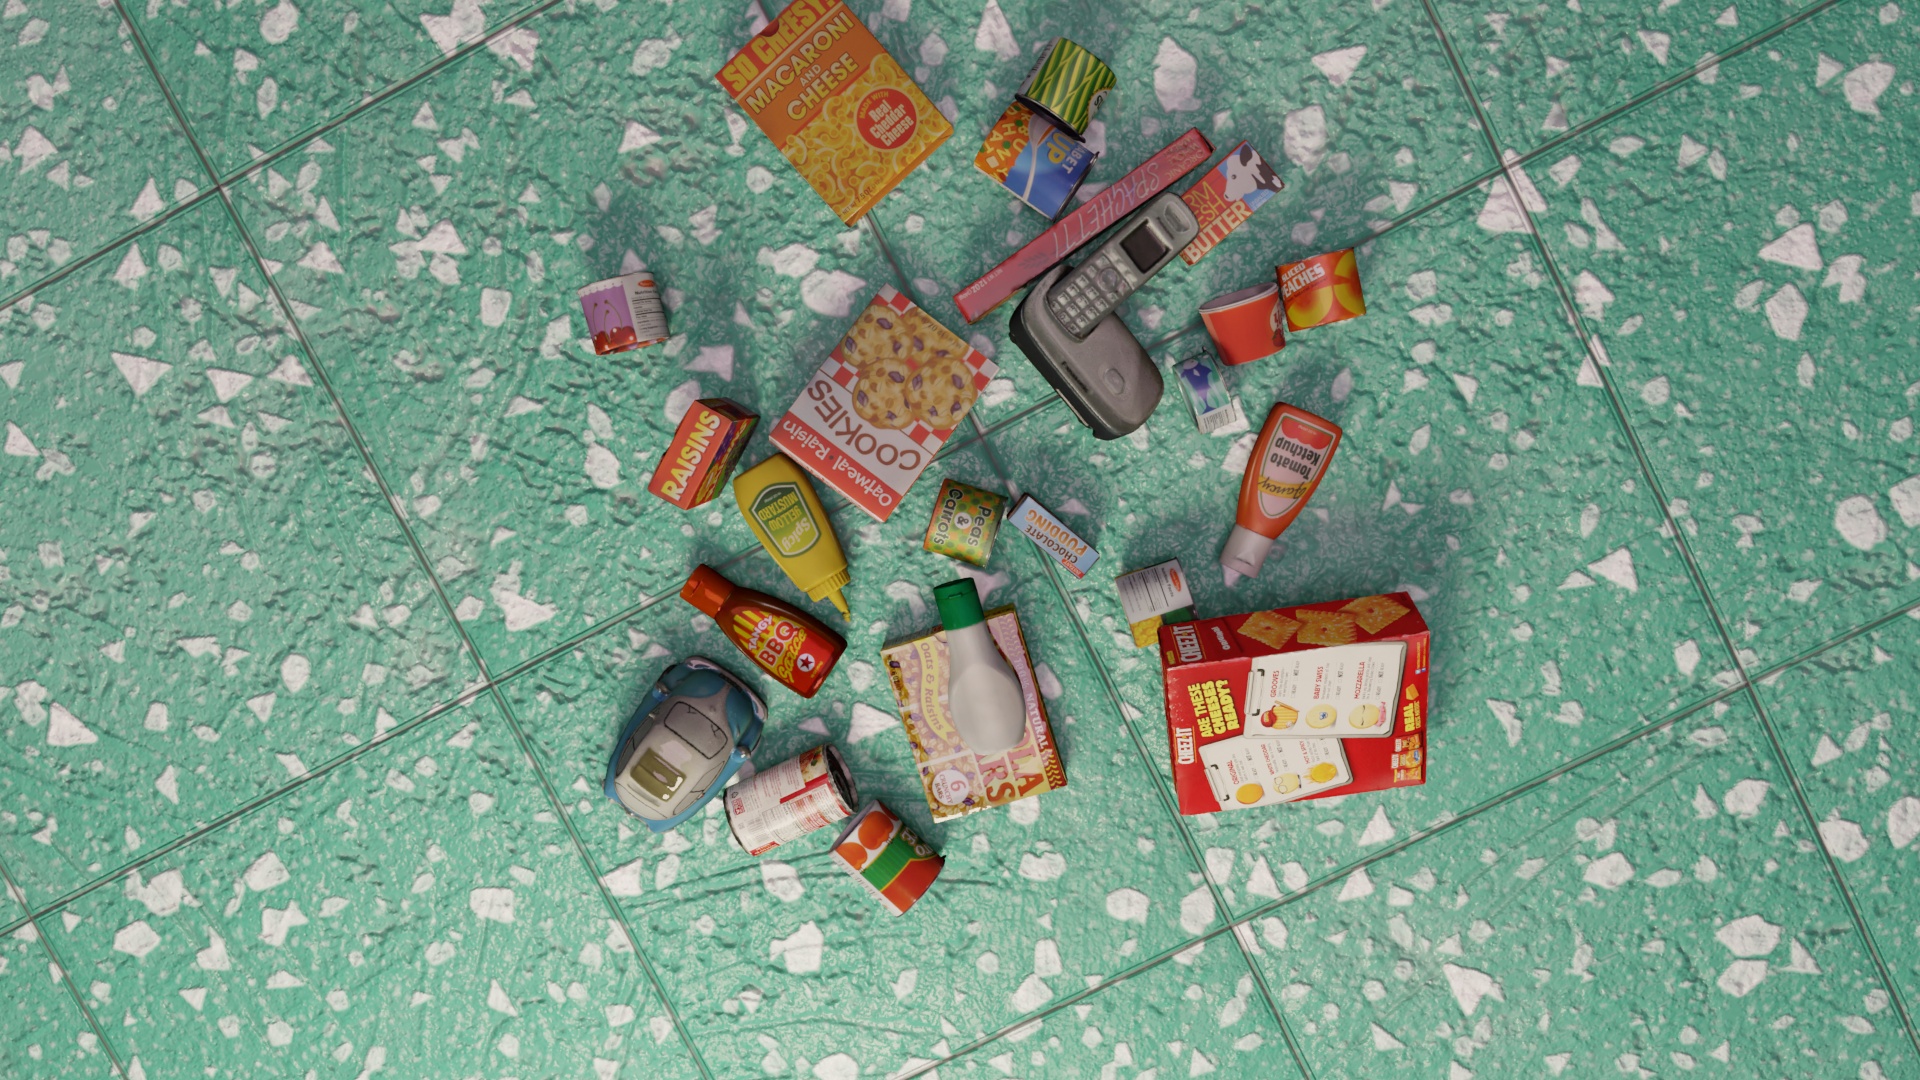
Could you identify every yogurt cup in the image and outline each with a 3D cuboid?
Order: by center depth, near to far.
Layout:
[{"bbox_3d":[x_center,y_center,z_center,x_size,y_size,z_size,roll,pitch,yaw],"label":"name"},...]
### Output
[{"bbox_3d":[0.241,-0.181,1.173,0.072,0.072,0.053,-18,103,4],"label":"yogurt cup"}]

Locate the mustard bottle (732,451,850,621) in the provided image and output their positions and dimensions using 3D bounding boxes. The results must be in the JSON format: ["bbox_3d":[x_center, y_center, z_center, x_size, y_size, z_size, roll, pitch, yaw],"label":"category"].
[{"bbox_3d":[-0.136,0.002,1.213,0.065,0.049,0.160,-32,94,2],"label":"mustard bottle"}]

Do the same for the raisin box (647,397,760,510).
[{"bbox_3d":[-0.215,-0.076,1.171,0.040,0.123,0.086,29,97,-2],"label":"raisin box"}]

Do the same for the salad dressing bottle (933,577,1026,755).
[{"bbox_3d":[0.013,0.106,1.181,0.064,0.044,0.147,-15,94,3],"label":"salad dressing bottle"}]

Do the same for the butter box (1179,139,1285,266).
[{"bbox_3d":[0.219,-0.286,1.182,0.103,0.024,0.053,-40,94,6],"label":"butter box"}]

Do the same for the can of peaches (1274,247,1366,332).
[{"bbox_3d":[0.301,-0.209,1.164,0.071,0.071,0.058,-13,96,4],"label":"can of peaches"}]

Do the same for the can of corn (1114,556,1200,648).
[{"bbox_3d":[0.170,0.055,1.201,0.058,0.071,0.071,-18,95,5],"label":"can of corn"}]

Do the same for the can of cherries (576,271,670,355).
[{"bbox_3d":[-0.290,-0.194,1.192,0.071,0.071,0.058,-15,97,4],"label":"can of cherries"}]

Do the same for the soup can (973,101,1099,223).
[{"bbox_3d":[0.064,-0.319,1.162,0.084,0.071,0.071,35,97,-1],"label":"soup can"}]

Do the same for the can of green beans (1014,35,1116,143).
[{"bbox_3d":[0.088,-0.376,1.157,0.071,0.071,0.057,33,96,-2],"label":"can of green beans"}]

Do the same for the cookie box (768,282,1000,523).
[{"bbox_3d":[-0.066,-0.116,1.192,0.123,0.040,0.167,37,86,-2],"label":"cookie box"}]

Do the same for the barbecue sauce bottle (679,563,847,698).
[{"bbox_3d":[-0.176,0.075,1.226,0.148,0.044,0.065,34,98,-1],"label":"barbecue sauce bottle"}]

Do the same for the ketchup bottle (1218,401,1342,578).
[{"bbox_3d":[0.270,-0.041,1.196,0.065,0.043,0.148,24,97,-1],"label":"ketchup bottle"}]

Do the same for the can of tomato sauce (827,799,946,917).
[{"bbox_3d":[-0.064,0.280,1.232,0.083,0.071,0.071,43,96,-2],"label":"can of tomato sauce"}]

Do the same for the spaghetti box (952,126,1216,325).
[{"bbox_3d":[0.103,-0.265,1.176,0.250,0.050,0.028,-34,95,5],"label":"spaghetti box"}]

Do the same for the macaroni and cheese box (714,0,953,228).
[{"bbox_3d":[-0.106,-0.371,1.178,0.123,0.040,0.166,-42,93,5],"label":"macaroni and cheese box"}]

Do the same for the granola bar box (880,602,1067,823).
[{"bbox_3d":[0.012,0.153,1.229,0.124,0.039,0.165,-17,95,4],"label":"granola bar box"}]

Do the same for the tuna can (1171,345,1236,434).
[{"bbox_3d":[0.206,-0.128,1.179,0.033,0.071,0.071,-23,95,5],"label":"tuna can"}]

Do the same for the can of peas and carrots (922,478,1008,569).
[{"bbox_3d":[0.004,-0.015,1.195,0.059,0.071,0.071,18,97,1],"label":"can of peas and carrots"}]

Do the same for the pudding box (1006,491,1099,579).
[{"bbox_3d":[0.079,-0.005,1.204,0.083,0.050,0.030,40,95,-3],"label":"pudding box"}]
